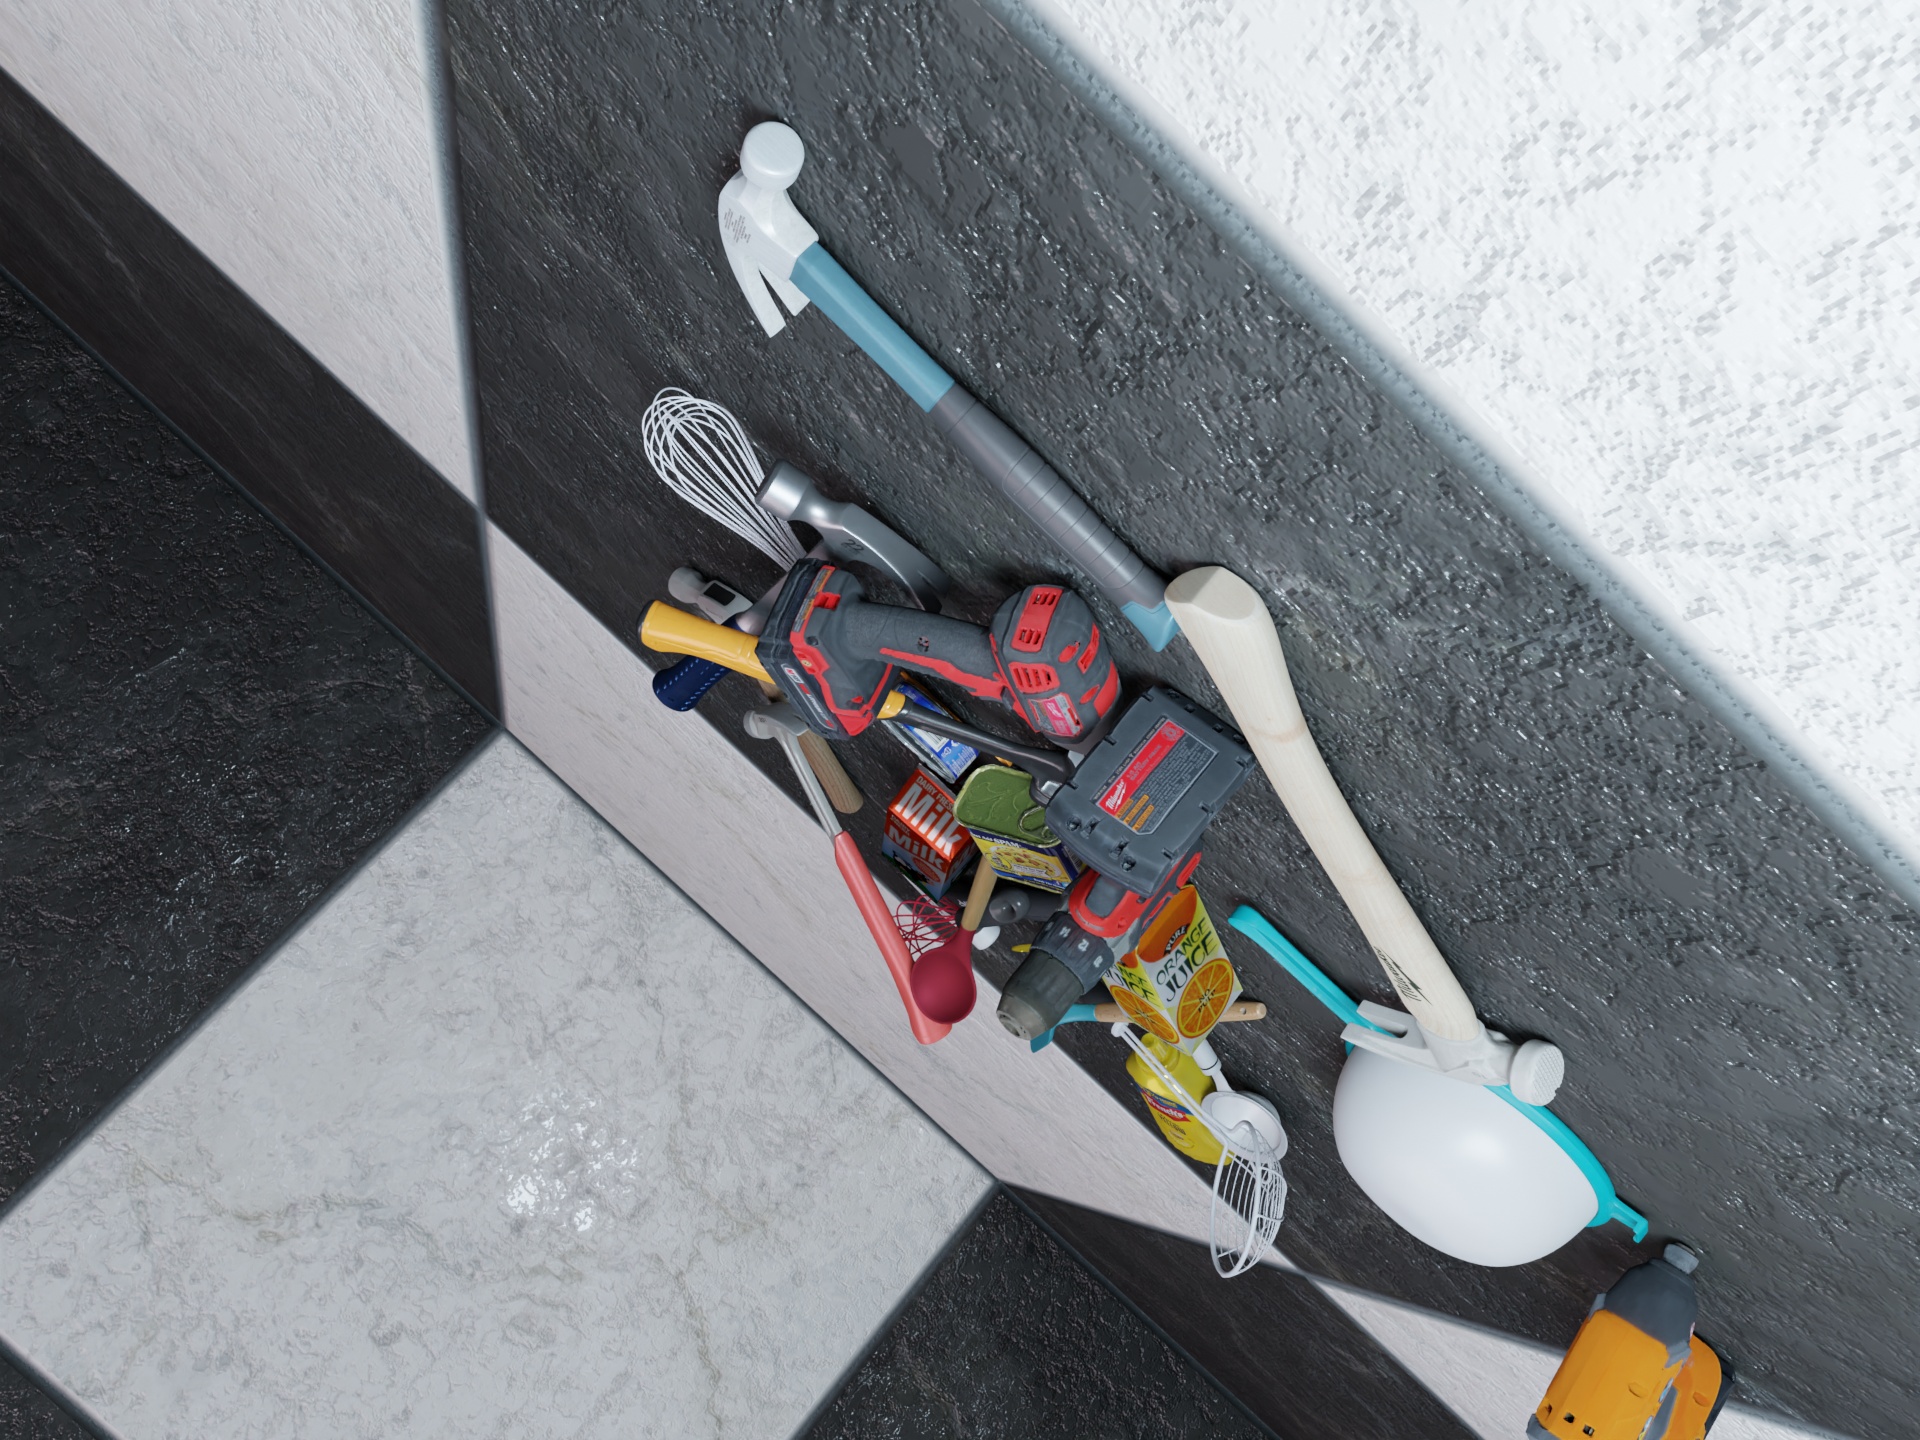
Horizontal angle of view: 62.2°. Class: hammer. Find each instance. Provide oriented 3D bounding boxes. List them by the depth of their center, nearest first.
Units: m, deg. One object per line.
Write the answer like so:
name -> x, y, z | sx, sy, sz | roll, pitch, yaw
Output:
hammer -> 0.000, -0.160, 0.836 | 0.331, 0.033, 0.128 | 44, 161, -6
hammer -> 0.213, 0.074, 0.913 | 0.146, 0.038, 0.410 | 9, 142, 50
hammer -> -0.072, -0.020, 1.129 | 0.337, 0.034, 0.127 | 20, 159, 4
hammer -> -0.146, -0.071, 1.175 | 0.144, 0.035, 0.405 | 31, 154, -17
hammer -> -0.091, 0.146, 1.468 | 0.149, 0.037, 0.359 | 9, 127, 64
hammer -> 0.039, 0.166, 1.496 | 0.146, 0.035, 0.335 | 46, 161, -13
hammer -> -0.161, -0.012, 1.507 | 0.130, 0.031, 0.331 | 29, 158, 36

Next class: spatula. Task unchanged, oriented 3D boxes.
spatula -> 0.148, 0.253, 1.391 | 0.044, 0.082, 0.317 | 6, 168, -38

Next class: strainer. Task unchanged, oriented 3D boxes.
strainer -> 0.294, 0.273, 1.115 | 0.340, 0.095, 0.211 | 43, 162, -6
strainer -> 0.230, 0.314, 1.432 | 0.087, 0.050, 0.258 | -8, 124, 44

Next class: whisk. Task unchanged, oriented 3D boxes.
whisk -> -0.131, -0.127, 1.149 | 0.070, 0.070, 0.284 | 19, 155, 50
whisk -> -0.002, 0.187, 1.485 | 0.073, 0.073, 0.296 | 44, 155, -7

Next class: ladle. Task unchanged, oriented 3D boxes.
ladle -> 0.011, 0.160, 1.374 | 0.069, 0.031, 0.315 | 34, 137, 17

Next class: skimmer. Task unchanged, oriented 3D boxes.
skimmer -> 0.159, 0.324, 1.413 | 0.364, 0.090, 0.127 | 46, 137, 35

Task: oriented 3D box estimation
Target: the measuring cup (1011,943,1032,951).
measuring cup -> 0.086, 0.220, 1.464 | 0.062, 0.029, 0.156 | 11, 167, -24

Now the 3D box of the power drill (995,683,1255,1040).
power drill -> 0.093, 0.099, 0.997 | 0.080, 0.188, 0.226 | 36, 157, 16

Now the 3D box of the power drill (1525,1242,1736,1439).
power drill -> 0.473, 0.453, 1.102 | 0.084, 0.164, 0.226 | 26, 169, 39

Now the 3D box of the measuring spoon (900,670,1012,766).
measuring spoon -> -0.002, -0.004, 1.237 | 0.117, 0.011, 0.021 | 40, 172, 16

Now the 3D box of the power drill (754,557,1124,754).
power drill -> -0.005, -0.032, 0.999 | 0.220, 0.079, 0.143 | 8, 151, 27
